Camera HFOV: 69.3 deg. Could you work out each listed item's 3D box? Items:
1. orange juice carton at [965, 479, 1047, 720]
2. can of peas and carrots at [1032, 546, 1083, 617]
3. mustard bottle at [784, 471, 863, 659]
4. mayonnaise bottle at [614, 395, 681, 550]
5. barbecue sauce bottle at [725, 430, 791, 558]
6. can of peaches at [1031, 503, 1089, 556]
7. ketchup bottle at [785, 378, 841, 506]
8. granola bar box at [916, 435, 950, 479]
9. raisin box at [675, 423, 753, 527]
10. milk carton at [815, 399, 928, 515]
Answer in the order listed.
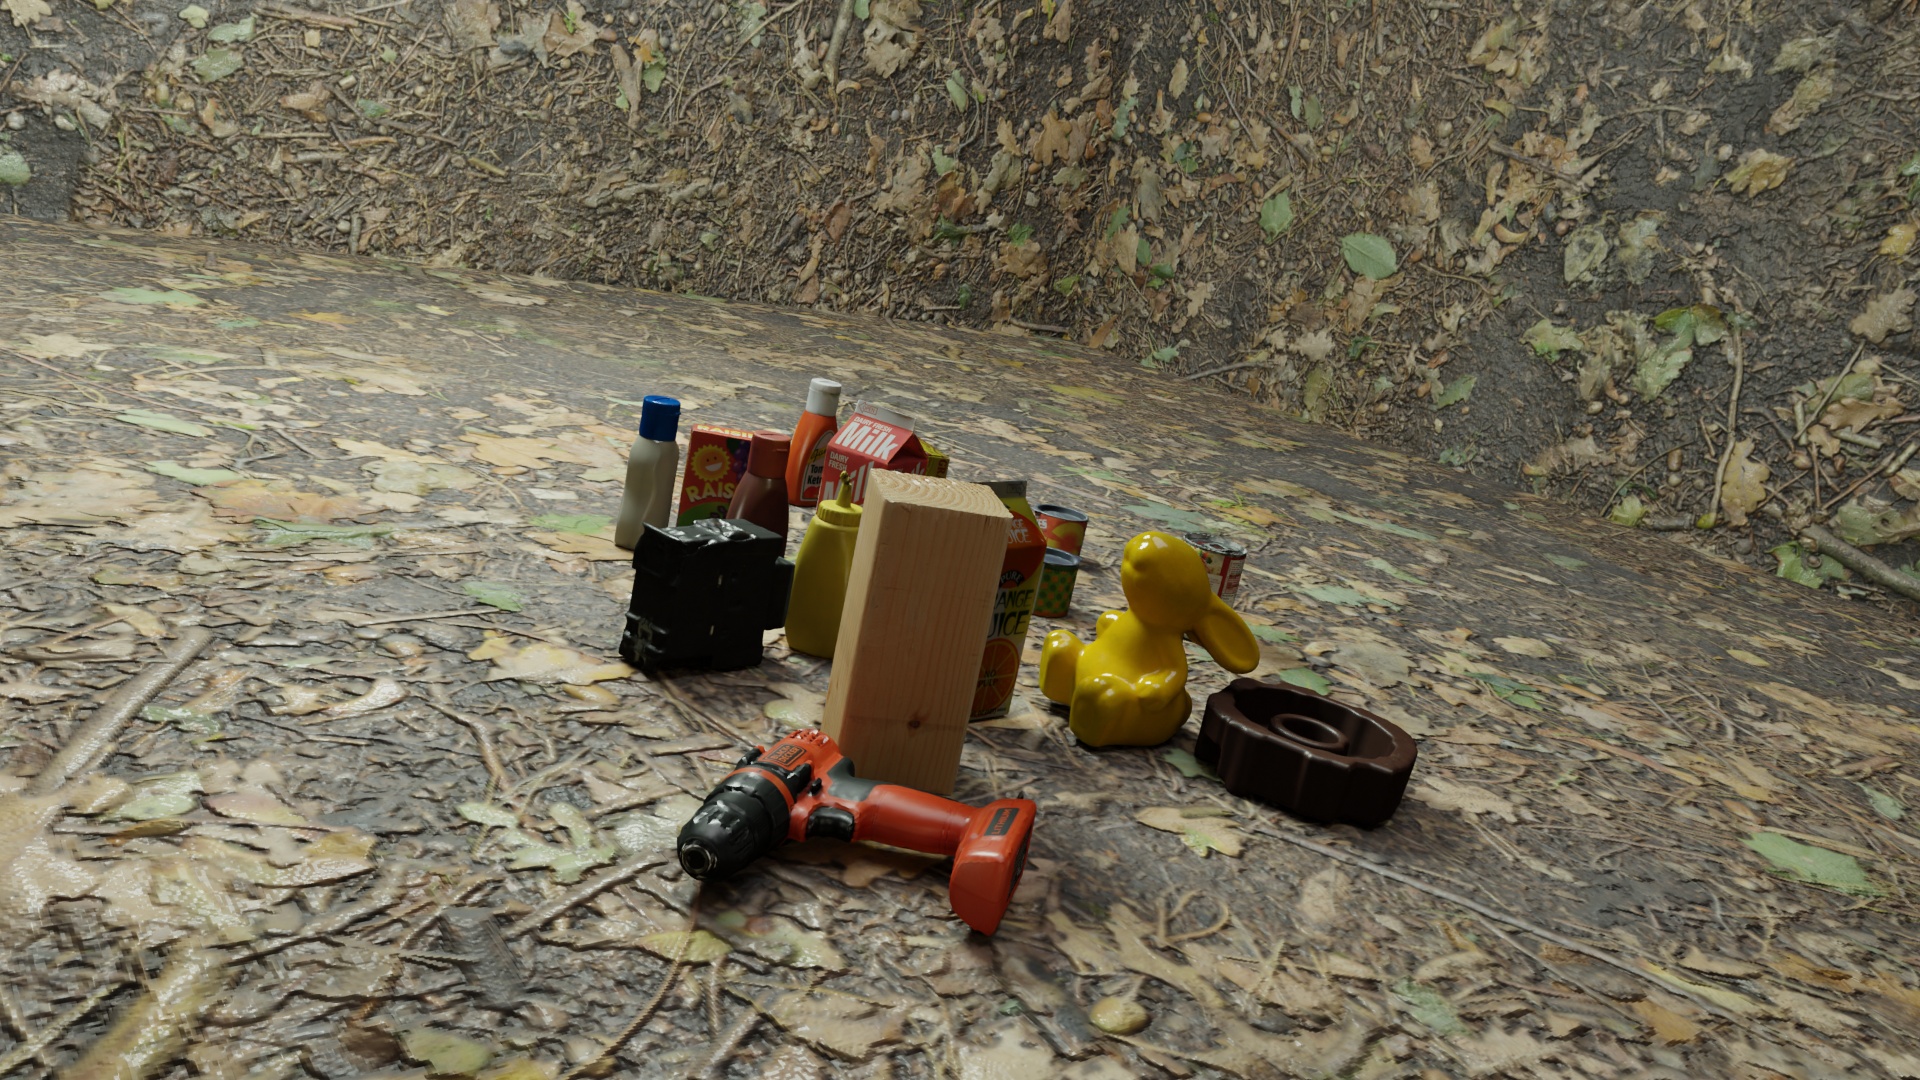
[{"bbox_3d":[0.010,0.044,1.112,0.072,0.192,0.073,-2,20,-44],"label":"orange juice carton"},{"bbox_3d":[0.088,0.042,1.443,0.071,0.058,0.071,11,15,-3],"label":"can of peas and carrots"},{"bbox_3d":[-0.107,0.018,1.177,0.065,0.159,0.049,16,15,14],"label":"mustard bottle"},{"bbox_3d":[-0.303,-0.067,1.361,0.041,0.147,0.065,15,15,12],"label":"mayonnaise bottle"},{"bbox_3d":[-0.189,-0.028,1.306,0.065,0.148,0.044,-2,20,-43],"label":"barbecue sauce bottle"},{"bbox_3d":[0.112,-0.007,1.644,0.071,0.058,0.071,11,15,-3],"label":"can of peaches"},{"bbox_3d":[-0.173,-0.116,1.647,0.043,0.148,0.065,22,17,35],"label":"ketchup bottle"},{"bbox_3d":[-0.073,-0.059,1.560,0.039,0.123,0.166,5,16,-28],"label":"granola bar box"},{"bbox_3d":[-0.237,-0.050,1.398,0.086,0.123,0.040,9,15,-12],"label":"raisin box"},{"bbox_3d":[-0.088,-0.034,1.327,0.072,0.190,0.073,20,16,28],"label":"milk carton"}]
